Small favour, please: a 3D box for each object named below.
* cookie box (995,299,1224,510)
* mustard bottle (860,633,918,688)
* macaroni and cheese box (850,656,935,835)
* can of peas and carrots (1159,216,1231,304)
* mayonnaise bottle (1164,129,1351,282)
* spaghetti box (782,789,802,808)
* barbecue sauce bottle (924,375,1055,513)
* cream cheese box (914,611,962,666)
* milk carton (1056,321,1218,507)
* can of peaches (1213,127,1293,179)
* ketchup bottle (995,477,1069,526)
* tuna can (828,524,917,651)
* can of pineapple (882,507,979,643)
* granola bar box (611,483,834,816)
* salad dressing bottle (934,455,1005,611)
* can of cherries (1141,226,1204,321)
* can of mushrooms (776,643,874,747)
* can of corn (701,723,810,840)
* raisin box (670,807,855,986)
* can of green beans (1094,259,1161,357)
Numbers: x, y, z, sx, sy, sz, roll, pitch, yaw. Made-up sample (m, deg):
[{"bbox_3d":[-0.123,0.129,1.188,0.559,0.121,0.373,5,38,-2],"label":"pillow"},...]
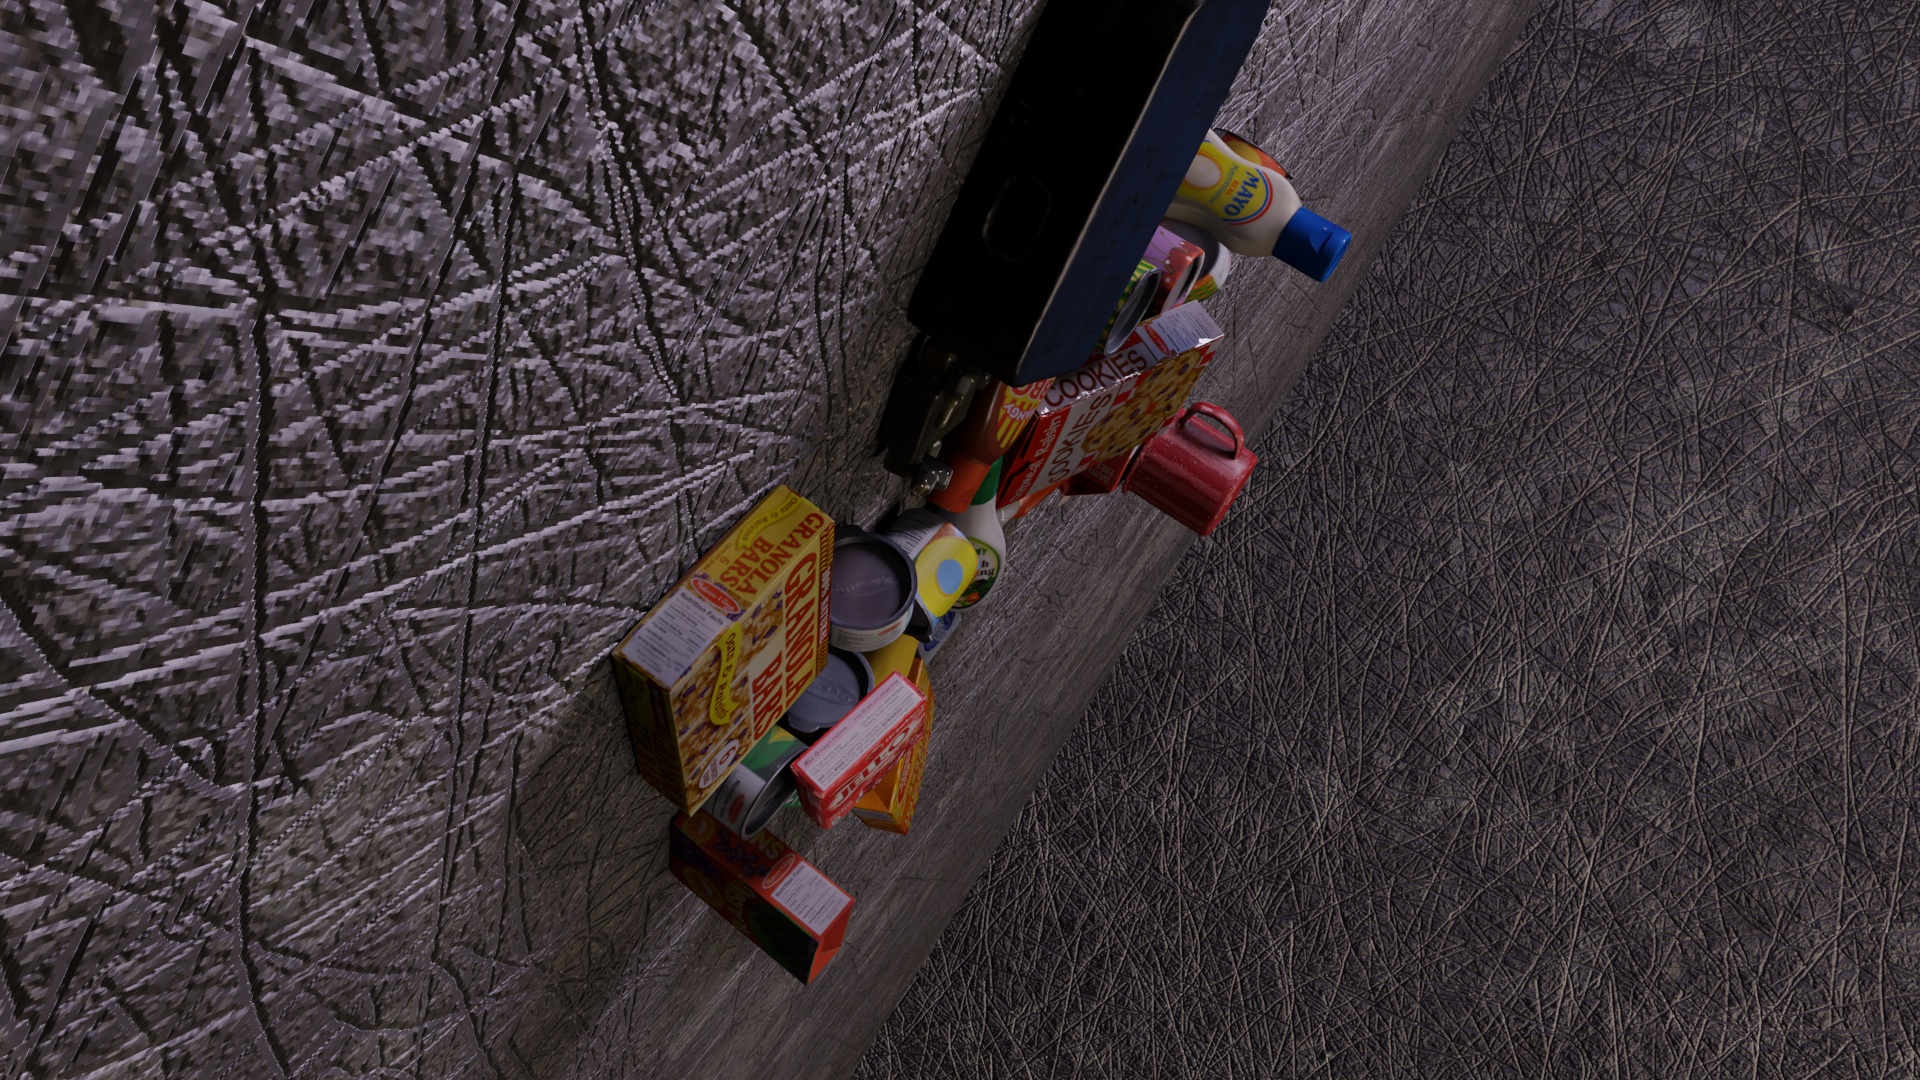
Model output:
[{"bbox_3d":[0.095,-0.094,0.989,0.168,0.040,0.122,-25,160,-26],"label":"cookie box"},{"bbox_3d":[-0.060,0.077,0.947,0.161,0.049,0.065,-63,154,-23],"label":"mustard bottle"},{"bbox_3d":[-0.055,0.171,1.140,0.166,0.040,0.124,80,21,-72],"label":"macaroni and cheese box"},{"bbox_3d":[0.168,-0.216,1.058,0.071,0.071,0.059,-58,166,8],"label":"can of peas and carrots"},{"bbox_3d":[0.181,-0.220,0.904,0.065,0.148,0.041,-56,167,-1],"label":"mayonnaise bottle"},{"bbox_3d":[-0.120,0.169,1.023,0.050,0.029,0.249,-56,167,-4],"label":"spaghetti box"},{"bbox_3d":[0.022,-0.088,0.877,0.065,0.044,0.148,6,119,-56],"label":"barbecue sauce bottle"},{"bbox_3d":[-0.027,0.066,1.122,0.053,0.024,0.103,-53,167,-10],"label":"cream cheese box"},{"bbox_3d":[0.131,-0.111,1.156,0.073,0.073,0.189,-39,159,-54],"label":"milk carton"},{"bbox_3d":[0.206,-0.269,1.053,0.058,0.071,0.071,-57,167,9],"label":"can of peaches"},{"bbox_3d":[0.047,-0.047,1.073,0.149,0.043,0.064,-40,158,-51],"label":"ketchup bottle"},{"bbox_3d":[-0.060,0.028,0.823,0.071,0.071,0.032,-49,166,-29],"label":"tuna can"},{"bbox_3d":[-0.029,0.022,0.909,0.058,0.071,0.070,-50,166,-27],"label":"can of pineapple"},{"bbox_3d":[-0.121,0.062,0.734,0.125,0.039,0.164,-48,165,-28],"label":"granola bar box"},{"bbox_3d":[0.003,-0.012,0.976,0.146,0.064,0.044,98,-13,-47],"label":"salad dressing bottle"},{"bbox_3d":[0.133,-0.192,1.000,0.072,0.058,0.071,-53,167,-18],"label":"can of cherries"},{"bbox_3d":[-0.090,0.098,0.871,0.071,0.071,0.033,-46,165,-37],"label":"can of mushrooms"},{"bbox_3d":[-0.131,0.134,0.831,0.071,0.058,0.071,-52,166,-18],"label":"can of corn"},{"bbox_3d":[-0.131,0.224,0.904,0.040,0.123,0.085,-46,163,-33],"label":"raisin box"},{"bbox_3d":[0.090,-0.163,0.911,0.071,0.058,0.071,-52,166,-18],"label":"can of green beans"}]
